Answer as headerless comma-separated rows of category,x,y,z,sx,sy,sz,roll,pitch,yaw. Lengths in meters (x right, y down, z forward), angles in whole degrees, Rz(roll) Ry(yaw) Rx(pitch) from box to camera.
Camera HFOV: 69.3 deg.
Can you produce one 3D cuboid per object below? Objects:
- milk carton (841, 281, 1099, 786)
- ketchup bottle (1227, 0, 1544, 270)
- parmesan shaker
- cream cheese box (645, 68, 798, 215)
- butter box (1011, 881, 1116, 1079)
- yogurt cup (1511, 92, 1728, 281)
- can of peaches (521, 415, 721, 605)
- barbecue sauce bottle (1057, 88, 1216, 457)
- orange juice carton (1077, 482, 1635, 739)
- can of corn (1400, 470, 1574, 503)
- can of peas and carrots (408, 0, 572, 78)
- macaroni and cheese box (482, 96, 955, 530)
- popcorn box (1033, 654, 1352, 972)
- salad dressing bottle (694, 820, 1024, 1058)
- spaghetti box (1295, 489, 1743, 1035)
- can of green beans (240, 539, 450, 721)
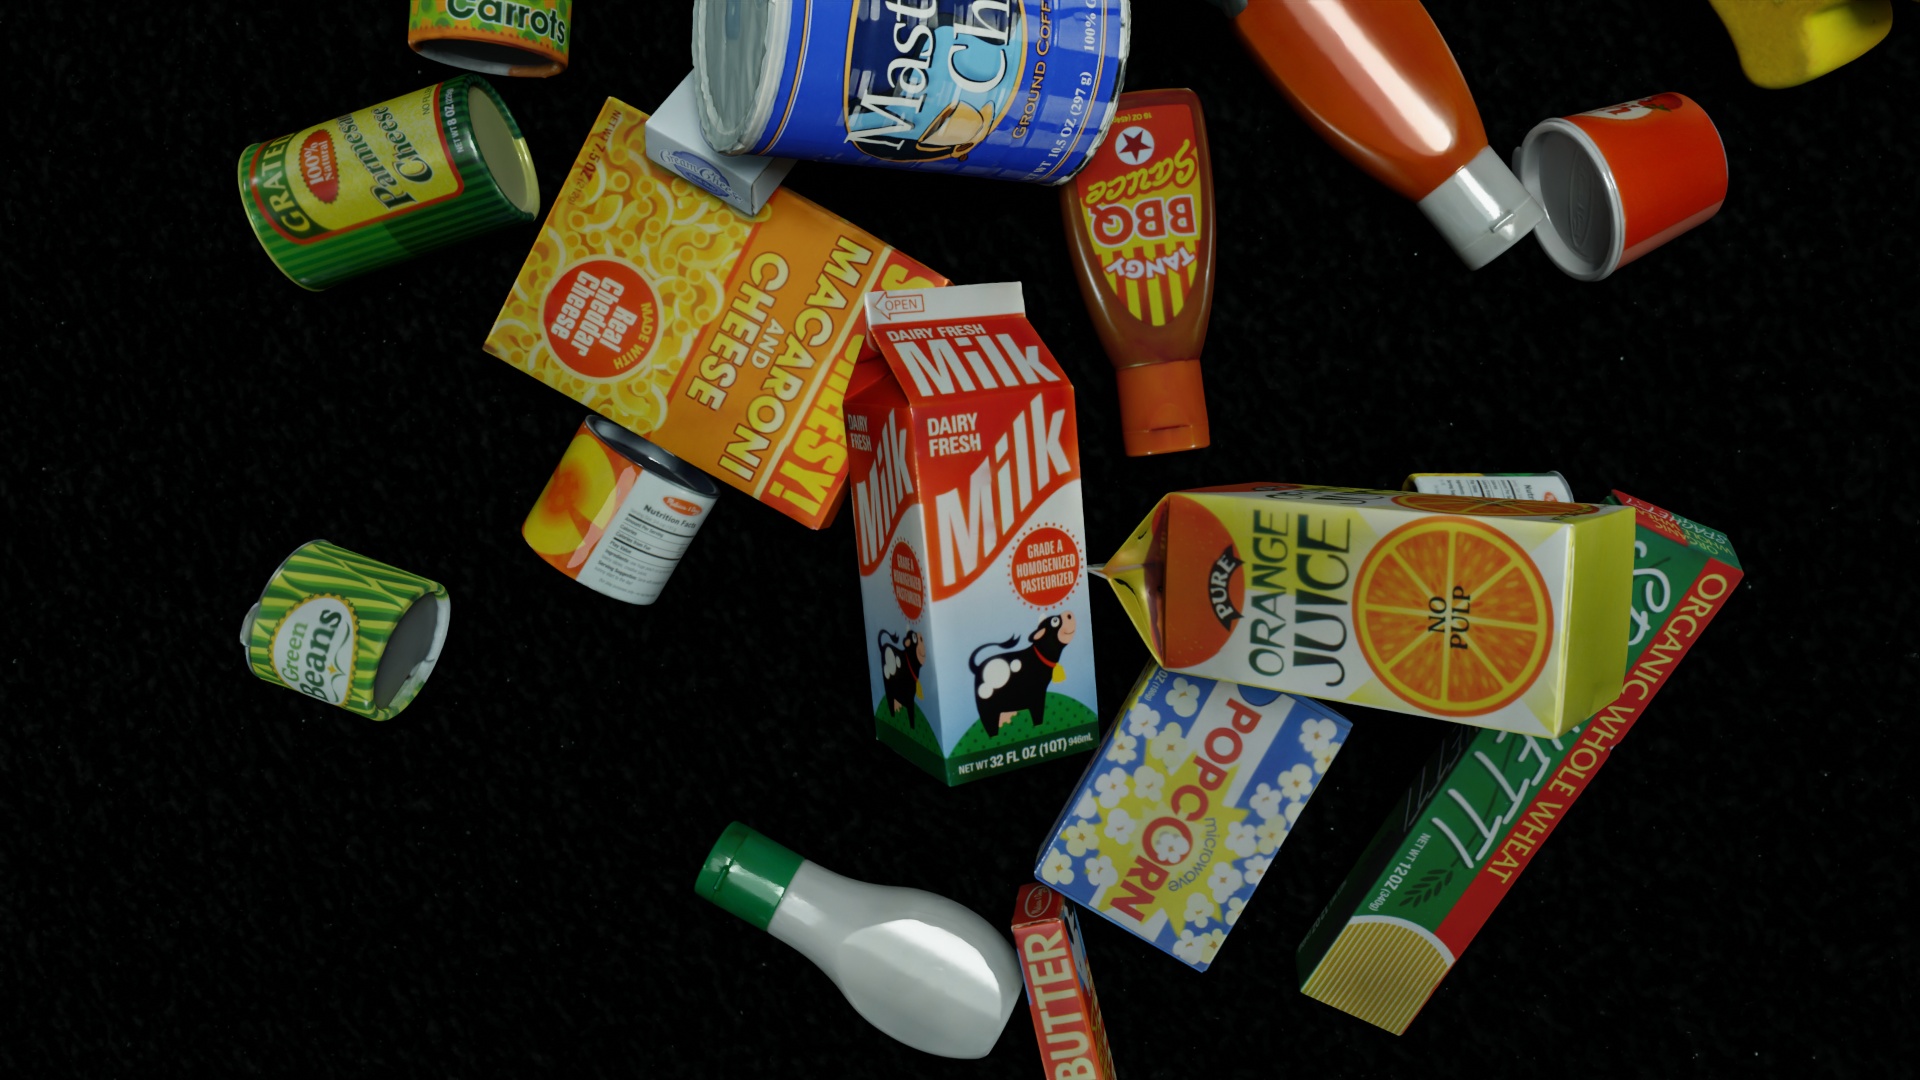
milk carton,0.002,-0.007,0.564,0.072,0.073,0.190,-9,101,-25
ketchup bottle,0.180,-0.180,0.574,0.064,0.043,0.149,-39,90,12
parmesan shaker,-0.246,-0.158,0.603,0.103,0.071,0.071,-17,92,6
cream cheese box,-0.082,-0.189,0.584,0.053,0.024,0.104,29,66,4
butter box,0.046,0.206,0.605,0.024,0.053,0.103,-13,92,8
yogurt cup,0.267,-0.145,0.559,0.054,0.072,0.072,-21,92,-2
can of peaches,-0.148,-0.014,0.604,0.071,0.071,0.058,32,97,2
barbecue sauce bottle,0.079,-0.111,0.587,0.065,0.044,0.148,-7,93,2
orange juice carton,0.143,0.017,0.528,0.192,0.072,0.073,7,100,40
can of corn,0.214,0.006,0.573,0.058,0.071,0.071,0,94,6
can of peas and carrots,-0.198,-0.235,0.591,0.071,0.071,0.058,5,95,5
macaroni and cheese box,-0.103,-0.097,0.606,0.166,0.040,0.123,29,95,3
popcorn box,0.098,0.110,0.602,0.085,0.038,0.126,29,96,4
salad dressing bottle,-0.045,0.174,0.617,0.148,0.044,0.064,28,98,4
spaghetti box,0.215,0.096,0.557,0.050,0.029,0.249,24,114,-2
can of green beans,-0.270,0.040,0.616,0.058,0.071,0.071,20,95,3
